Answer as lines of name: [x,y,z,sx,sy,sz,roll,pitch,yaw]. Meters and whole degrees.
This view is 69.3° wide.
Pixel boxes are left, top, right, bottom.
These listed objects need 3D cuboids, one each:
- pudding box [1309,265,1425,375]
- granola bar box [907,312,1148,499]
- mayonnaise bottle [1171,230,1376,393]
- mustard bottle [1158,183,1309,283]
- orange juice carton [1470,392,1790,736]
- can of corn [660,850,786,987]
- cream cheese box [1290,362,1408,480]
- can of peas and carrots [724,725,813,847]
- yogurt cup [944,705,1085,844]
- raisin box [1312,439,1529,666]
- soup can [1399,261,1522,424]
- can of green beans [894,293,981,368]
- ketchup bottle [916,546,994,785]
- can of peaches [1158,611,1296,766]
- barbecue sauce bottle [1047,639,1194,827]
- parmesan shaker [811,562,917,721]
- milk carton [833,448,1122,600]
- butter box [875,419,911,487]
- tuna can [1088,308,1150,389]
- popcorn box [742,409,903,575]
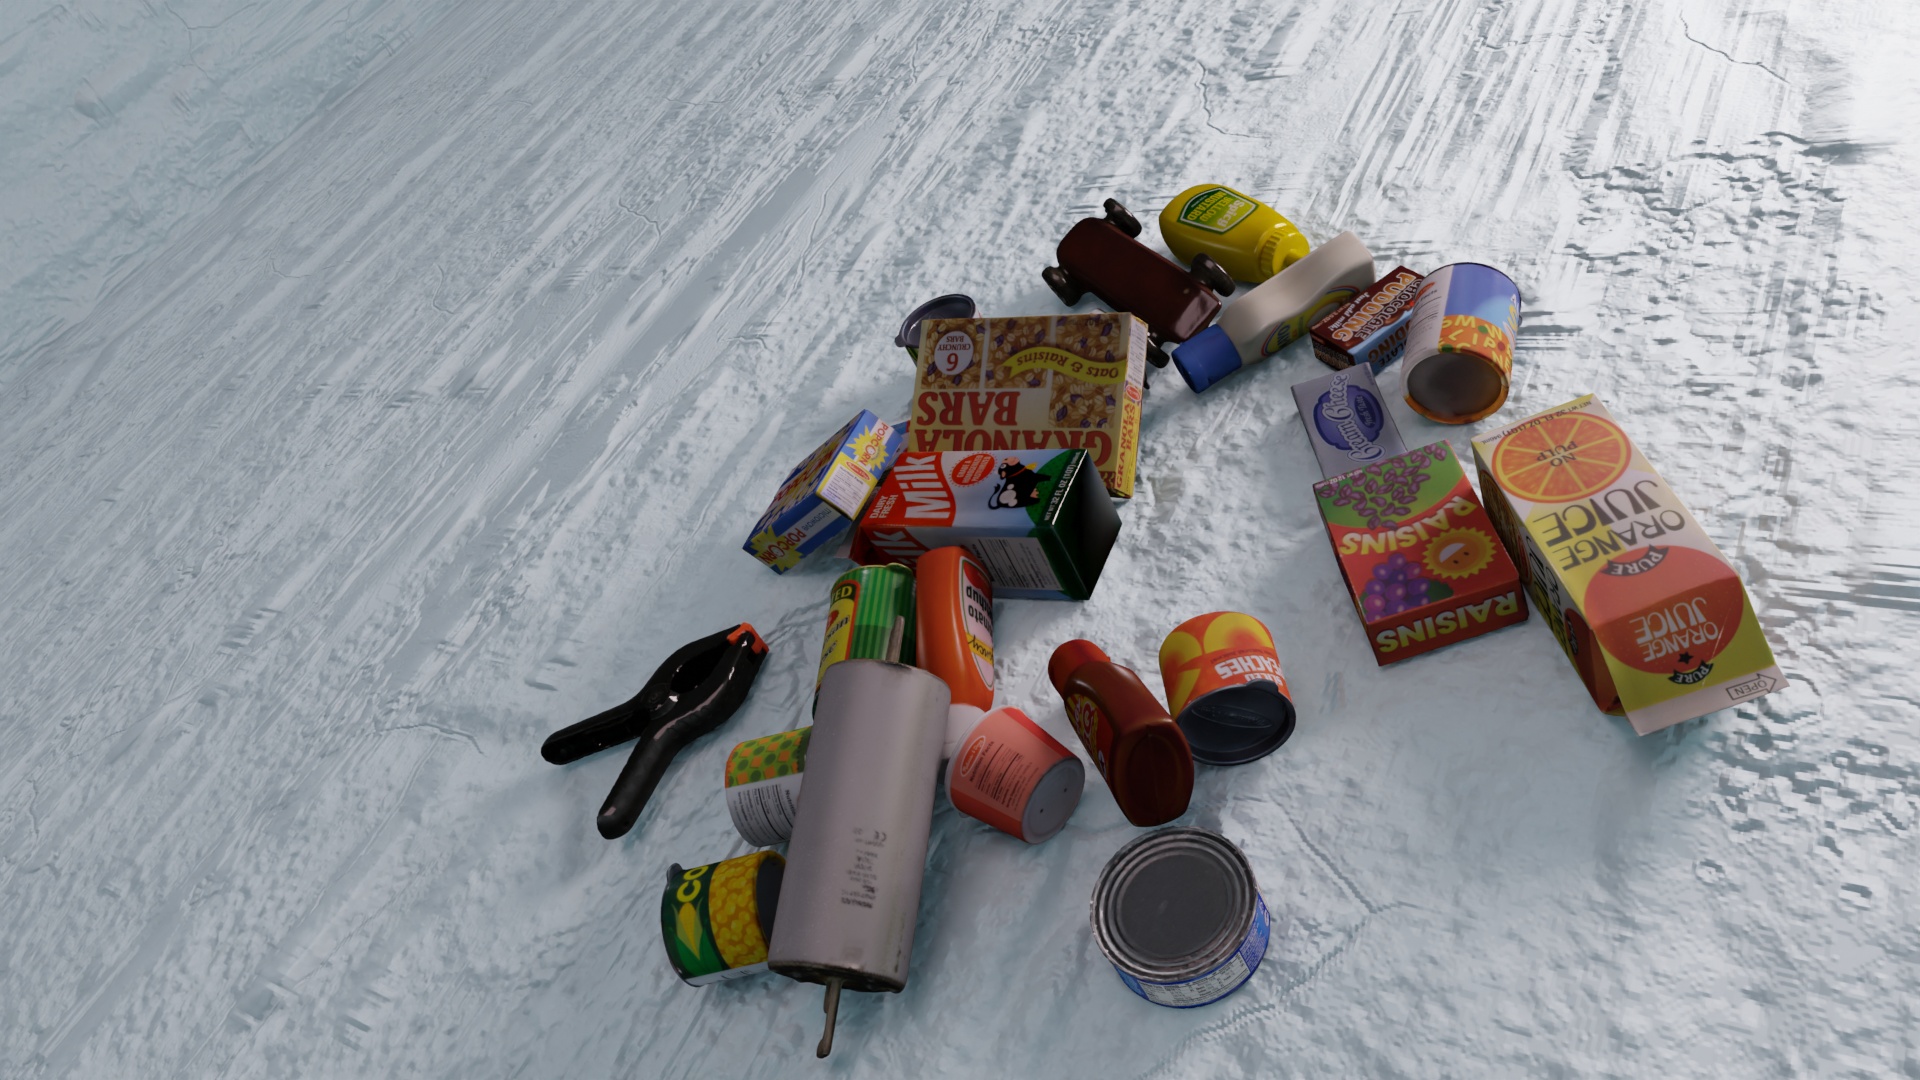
pudding box: [0.288,-0.148,0.952,0.084,0.030,0.050,-34,40,-6]
granola bar box: [0.046,-0.095,0.983,0.165,0.039,0.124,3,83,29]
mayonnaise bottle: [0.221,-0.158,0.981,0.148,0.064,0.041,-33,67,3]
mustard bottle: [0.221,-0.230,1.067,0.065,0.048,0.160,-40,40,-10]
orange juice carton: [0.337,0.017,0.712,0.072,0.072,0.194,-21,40,10]
can of corn: [-0.128,0.211,0.787,0.058,0.071,0.071,-17,41,14]
cream cheese box: [0.252,-0.071,0.896,0.053,0.024,0.104,-19,40,14]
can of peas and carrots: [-0.101,0.148,0.844,0.058,0.070,0.071,-15,41,18]
yogurt cup: [0.033,0.134,0.779,0.054,0.072,0.072,27,64,37]
raisin box: [0.261,0.005,0.797,0.086,0.040,0.124,-19,39,12]
soup can: [0.320,-0.124,0.881,0.071,0.071,0.084,-2,47,30]
can of green beans: [-0.008,-0.155,1.117,0.071,0.057,0.071,-17,41,15]
ketchup bottle: [-0.003,0.079,0.863,0.043,0.064,0.149,-17,49,19]
can of peaches: [0.146,0.079,0.763,0.071,0.071,0.058,-19,39,13]
barbecue sauce bottle: [0.085,0.098,0.772,0.044,0.064,0.149,-12,19,-7]
parmesan shaker: [-0.056,0.073,0.890,0.071,0.071,0.103,-15,41,18]
milk carton: [0.003,-0.012,0.944,0.190,0.073,0.073,0,47,32]
butter box: [-0.022,-0.073,1.064,0.103,0.024,0.053,-16,42,17]
tuna can: [0.107,-0.132,1.020,0.033,0.070,0.071,-34,39,-4]
popcorn box: [-0.102,-0.034,1.015,0.126,0.038,0.085,-32,26,52]
